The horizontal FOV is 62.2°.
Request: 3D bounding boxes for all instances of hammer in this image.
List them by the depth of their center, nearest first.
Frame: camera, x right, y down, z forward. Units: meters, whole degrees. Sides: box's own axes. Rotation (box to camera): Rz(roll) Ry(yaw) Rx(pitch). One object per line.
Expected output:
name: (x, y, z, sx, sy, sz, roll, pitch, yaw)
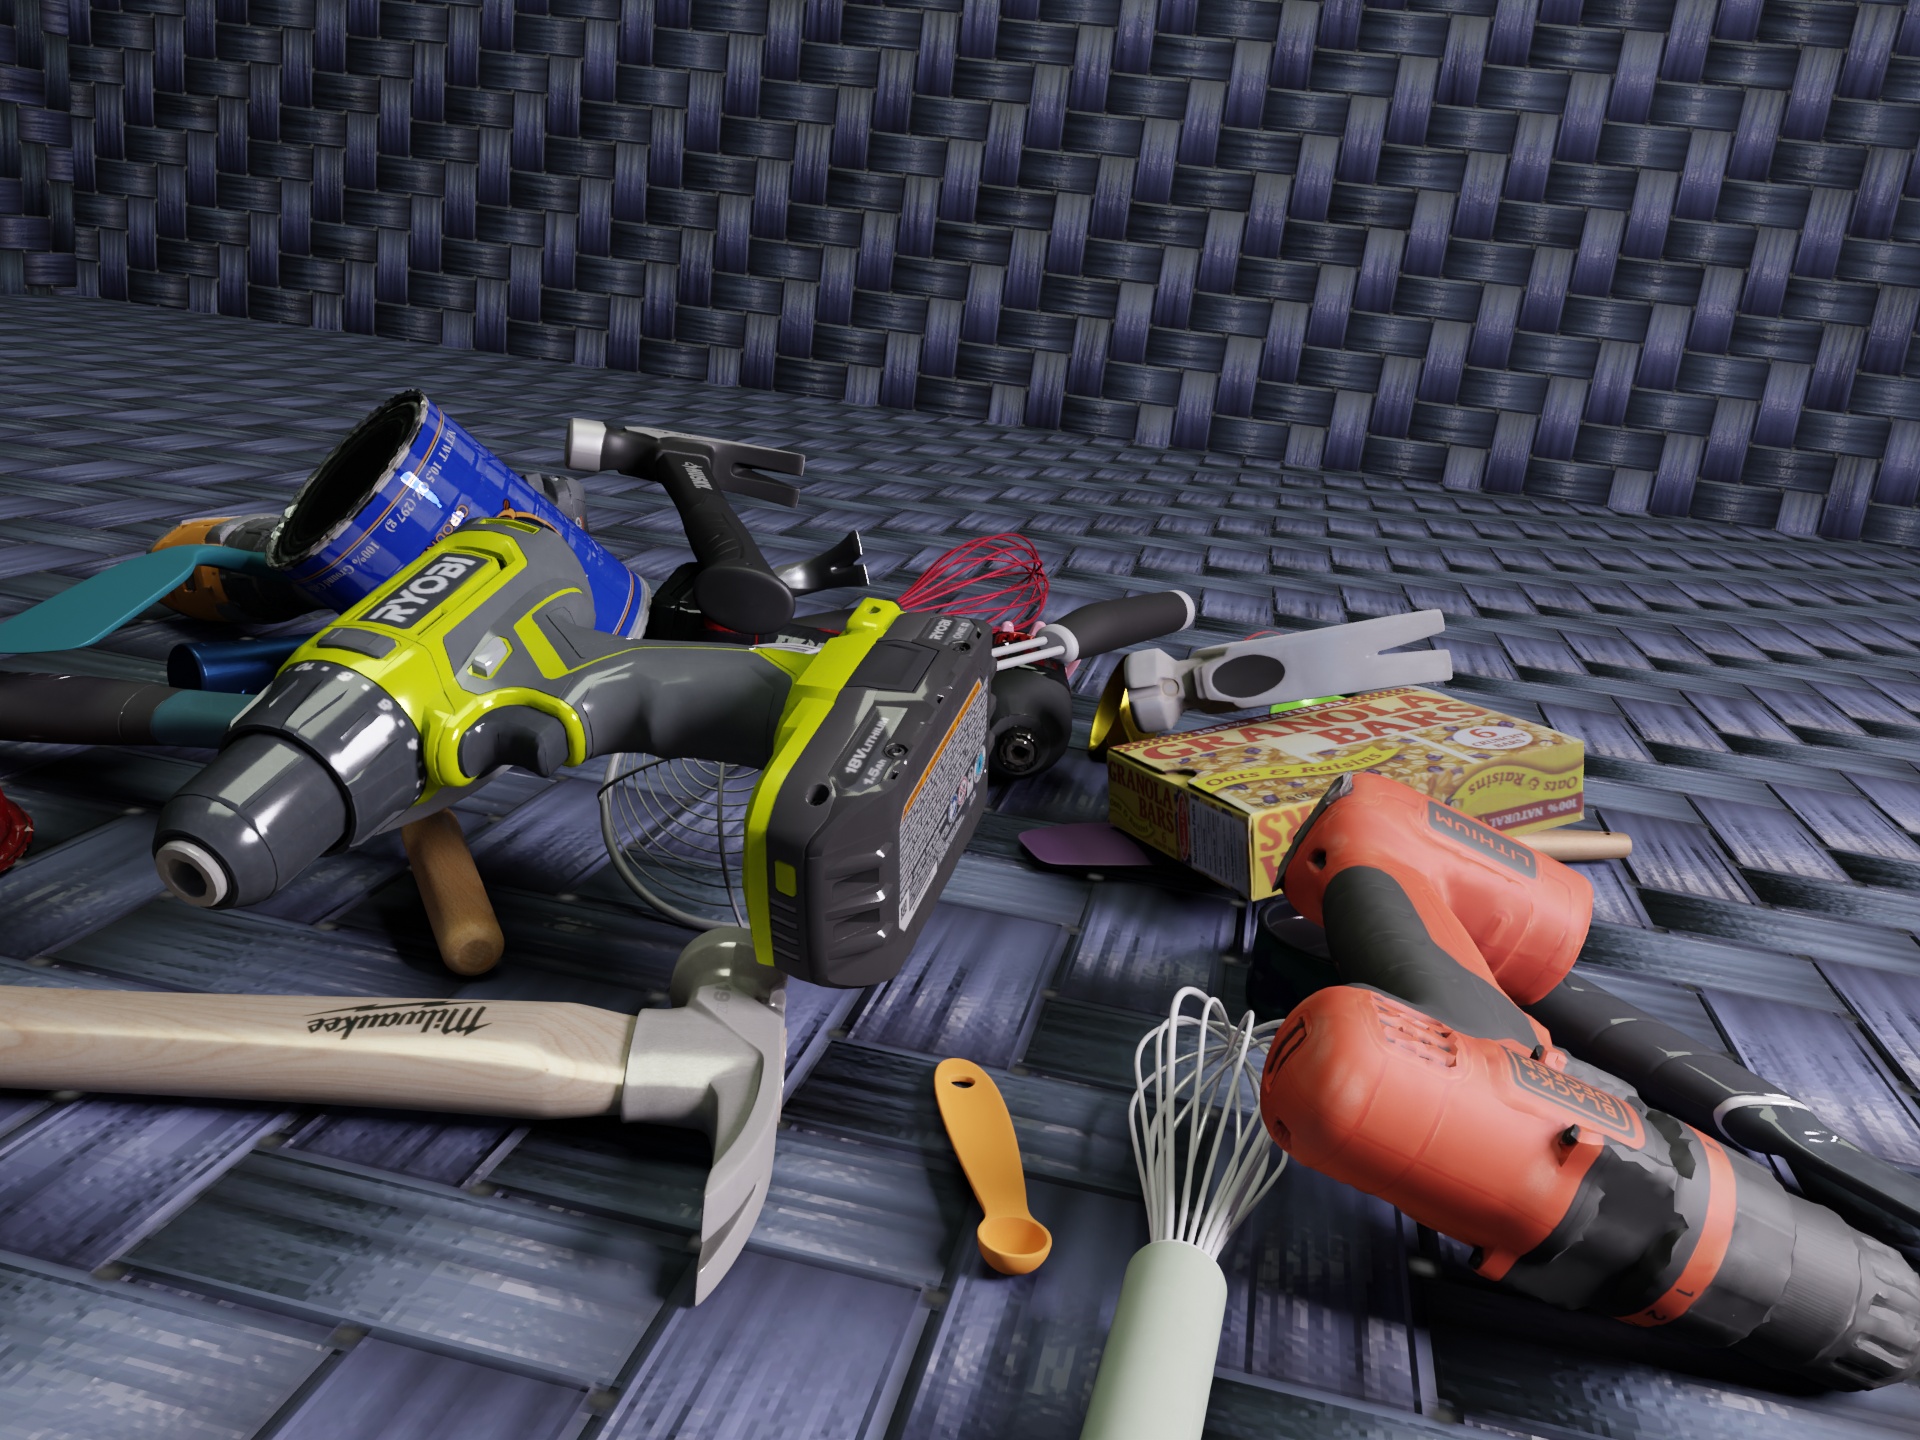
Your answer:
hammer: (-0.254, 0.090, 0.431, 0.410, 0.038, 0.146, 5, 17, -6)
hammer: (0.276, 0.134, 0.502, 0.149, 0.036, 0.409, -2, 18, -31)
hammer: (-0.329, -0.002, 0.646, 0.331, 0.033, 0.128, 3, 31, 16)
hammer: (-0.134, -0.111, 0.874, 0.146, 0.035, 0.335, 6, 19, -19)
hammer: (0.185, -0.034, 0.889, 0.143, 0.038, 0.386, -9, 1, 13)
hammer: (-0.226, -0.058, 0.893, 0.144, 0.035, 0.405, -10, 4, 45)

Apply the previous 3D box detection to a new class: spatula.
spatula: (0.180, 0.058, 0.753, 0.315, 0.018, 0.060, 1, 14, -15)
spatula: (-0.304, -0.063, 0.773, 0.082, 0.044, 0.317, 1, 6, 30)

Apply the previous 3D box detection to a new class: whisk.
whisk: (0.055, 0.136, 0.395, 0.058, 0.059, 0.246, -27, 9, 22)
whisk: (-0.217, 0.037, 0.634, 0.047, 0.051, 0.245, -22, 30, -18)
whisk: (-0.033, -0.074, 1.052, 0.073, 0.073, 0.296, 18, 25, 34)

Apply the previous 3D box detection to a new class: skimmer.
skimmer: (-0.001, -0.002, 0.725, 0.127, 0.090, 0.363, 37, 30, 24)

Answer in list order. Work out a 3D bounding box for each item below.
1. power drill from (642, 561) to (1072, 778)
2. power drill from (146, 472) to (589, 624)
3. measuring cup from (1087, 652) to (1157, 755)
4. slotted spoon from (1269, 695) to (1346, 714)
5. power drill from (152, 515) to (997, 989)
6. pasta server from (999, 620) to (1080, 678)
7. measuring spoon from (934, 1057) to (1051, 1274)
power drill: (-0.050, -0.018, 0.822, 0.219, 0.078, 0.143, 9, 17, -2)
power drill: (-0.325, -0.096, 0.922, 0.185, 0.084, 0.226, 5, 13, 44)
measuring cup: (0.093, 0.015, 0.820, 0.029, 0.062, 0.157, 20, 23, -9)
slotted spoon: (0.218, 0.032, 0.787, 0.070, 0.031, 0.314, 3, 12, -5)
power drill: (-0.118, 0.011, 0.515, 0.228, 0.080, 0.191, 11, 35, 14)
pasta server: (-0.086, -0.032, 0.917, 0.316, 0.040, 0.060, 1, 34, -15)
measuring spoon: (0.007, 0.127, 0.462, 0.021, 0.011, 0.117, 4, 13, -10)
